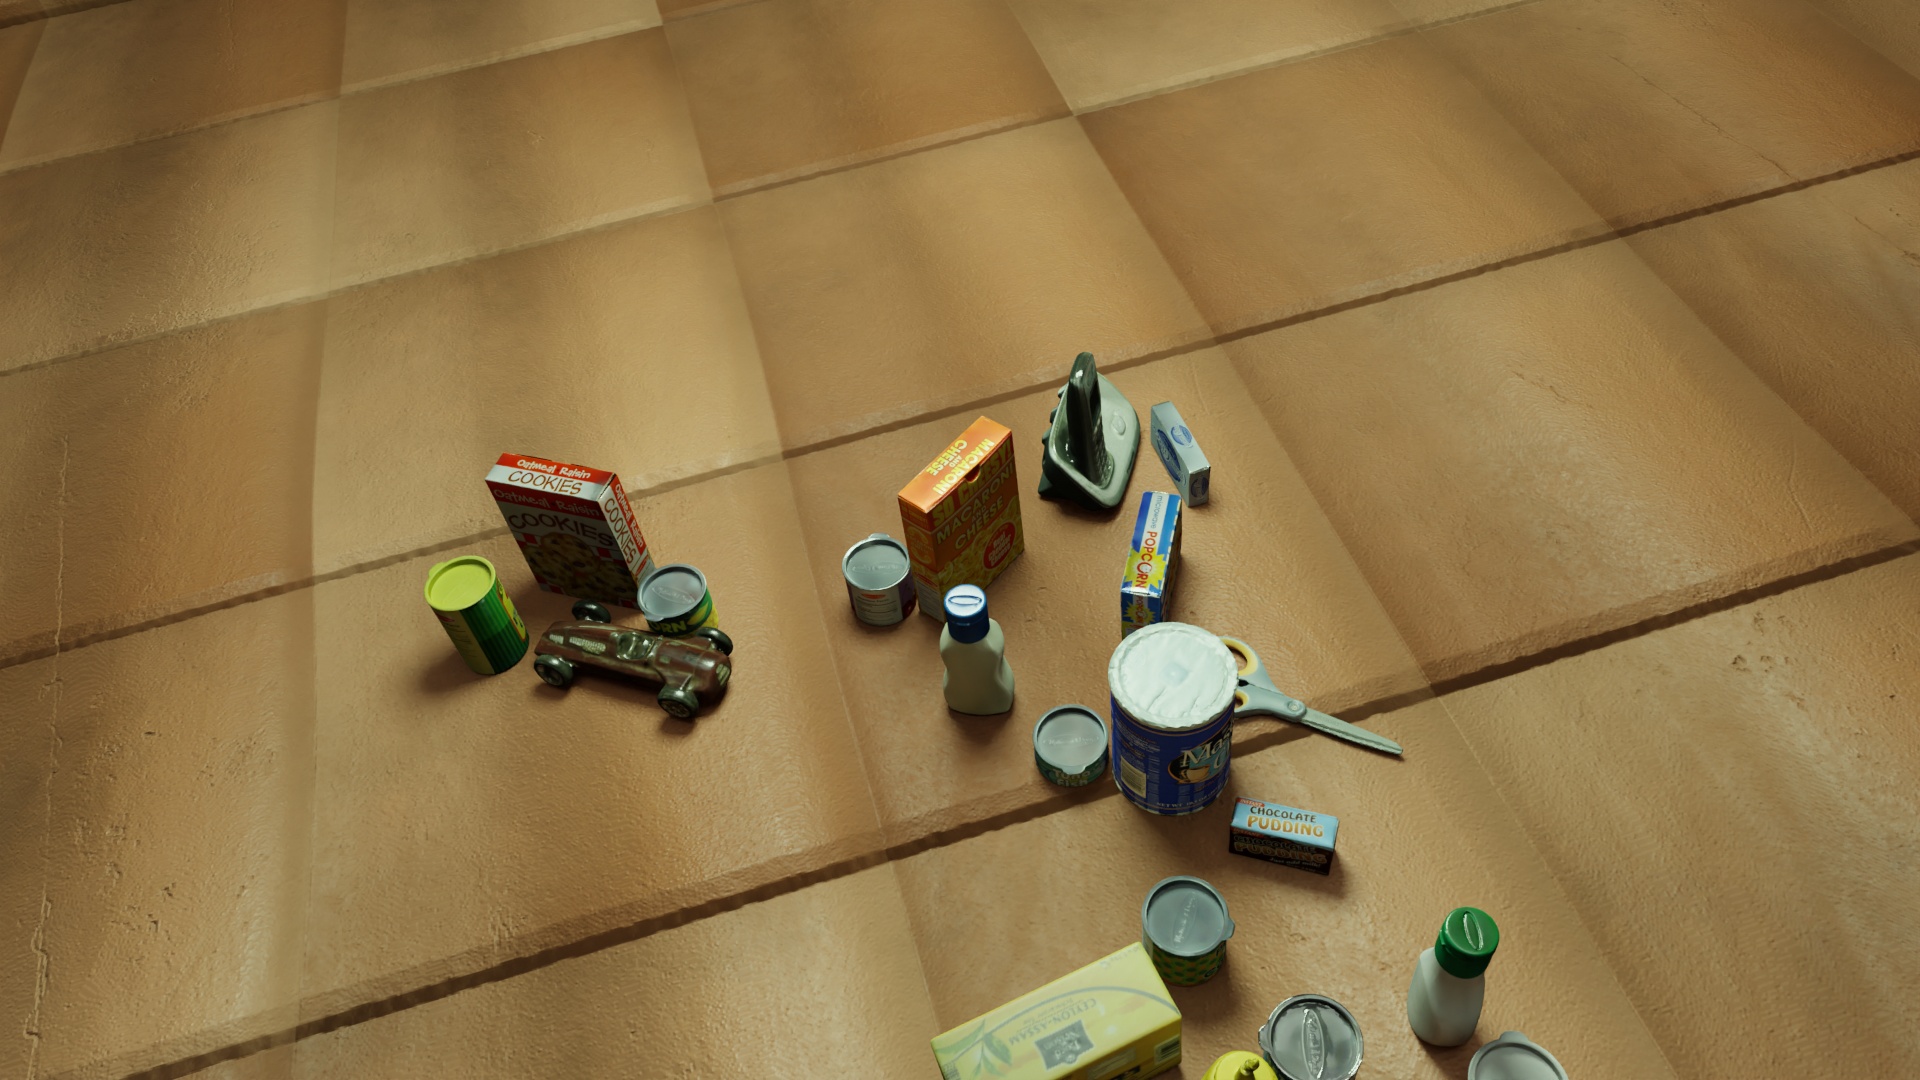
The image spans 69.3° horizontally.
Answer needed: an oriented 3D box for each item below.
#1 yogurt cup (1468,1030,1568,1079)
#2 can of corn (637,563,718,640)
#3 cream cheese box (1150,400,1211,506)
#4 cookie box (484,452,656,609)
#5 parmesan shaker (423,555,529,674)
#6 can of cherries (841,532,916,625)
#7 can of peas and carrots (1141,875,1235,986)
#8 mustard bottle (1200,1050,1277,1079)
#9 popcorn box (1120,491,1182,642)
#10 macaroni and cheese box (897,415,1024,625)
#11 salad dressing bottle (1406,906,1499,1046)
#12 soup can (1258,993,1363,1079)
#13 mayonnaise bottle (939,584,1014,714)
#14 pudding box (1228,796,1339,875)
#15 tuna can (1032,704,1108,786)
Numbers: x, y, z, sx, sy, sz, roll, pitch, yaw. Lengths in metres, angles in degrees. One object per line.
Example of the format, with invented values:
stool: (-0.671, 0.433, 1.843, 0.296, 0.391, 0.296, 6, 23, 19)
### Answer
yogurt cup: (0.388, 0.392, 0.975, 0.072, 0.053, 0.073, -4, 49, 4)
can of corn: (-0.272, 0.067, 1.337, 0.071, 0.058, 0.071, -4, 49, 4)
cream cheese box: (0.223, -0.088, 1.413, 0.024, 0.053, 0.104, -16, 49, -7)
cookie box: (-0.371, -0.008, 1.342, 0.123, 0.166, 0.040, 10, 51, 16)
parmesan shaker: (-0.462, 0.071, 1.328, 0.071, 0.102, 0.072, -4, 49, 4)
can of cherries: (-0.076, 0.038, 1.338, 0.071, 0.058, 0.072, -4, 49, 4)
can of peas and carrots: (0.176, 0.303, 1.075, 0.071, 0.058, 0.071, -4, 49, 4)
mustard bottle: (0.188, 0.381, 0.939, 0.049, 0.159, 0.065, -37, 54, -22)
popcorn box: (0.179, 0.028, 1.297, 0.038, 0.084, 0.127, 8, 51, 14)
macaroni and cheese box: (0.005, -0.016, 1.303, 0.040, 0.165, 0.124, 29, 59, 28)
salad dressing bottle: (0.351, 0.310, 0.988, 0.044, 0.146, 0.064, -4, 49, 4)
soup can: (0.246, 0.371, 0.991, 0.071, 0.083, 0.072, -4, 49, 4)
mayonnaise bottle: (0.011, 0.097, 1.216, 0.065, 0.147, 0.041, 1, 50, 9)
pudding box: (0.262, 0.239, 1.126, 0.084, 0.049, 0.030, 10, 51, 16)
tuna can: (0.097, 0.181, 1.209, 0.071, 0.032, 0.071, -4, 49, 4)
